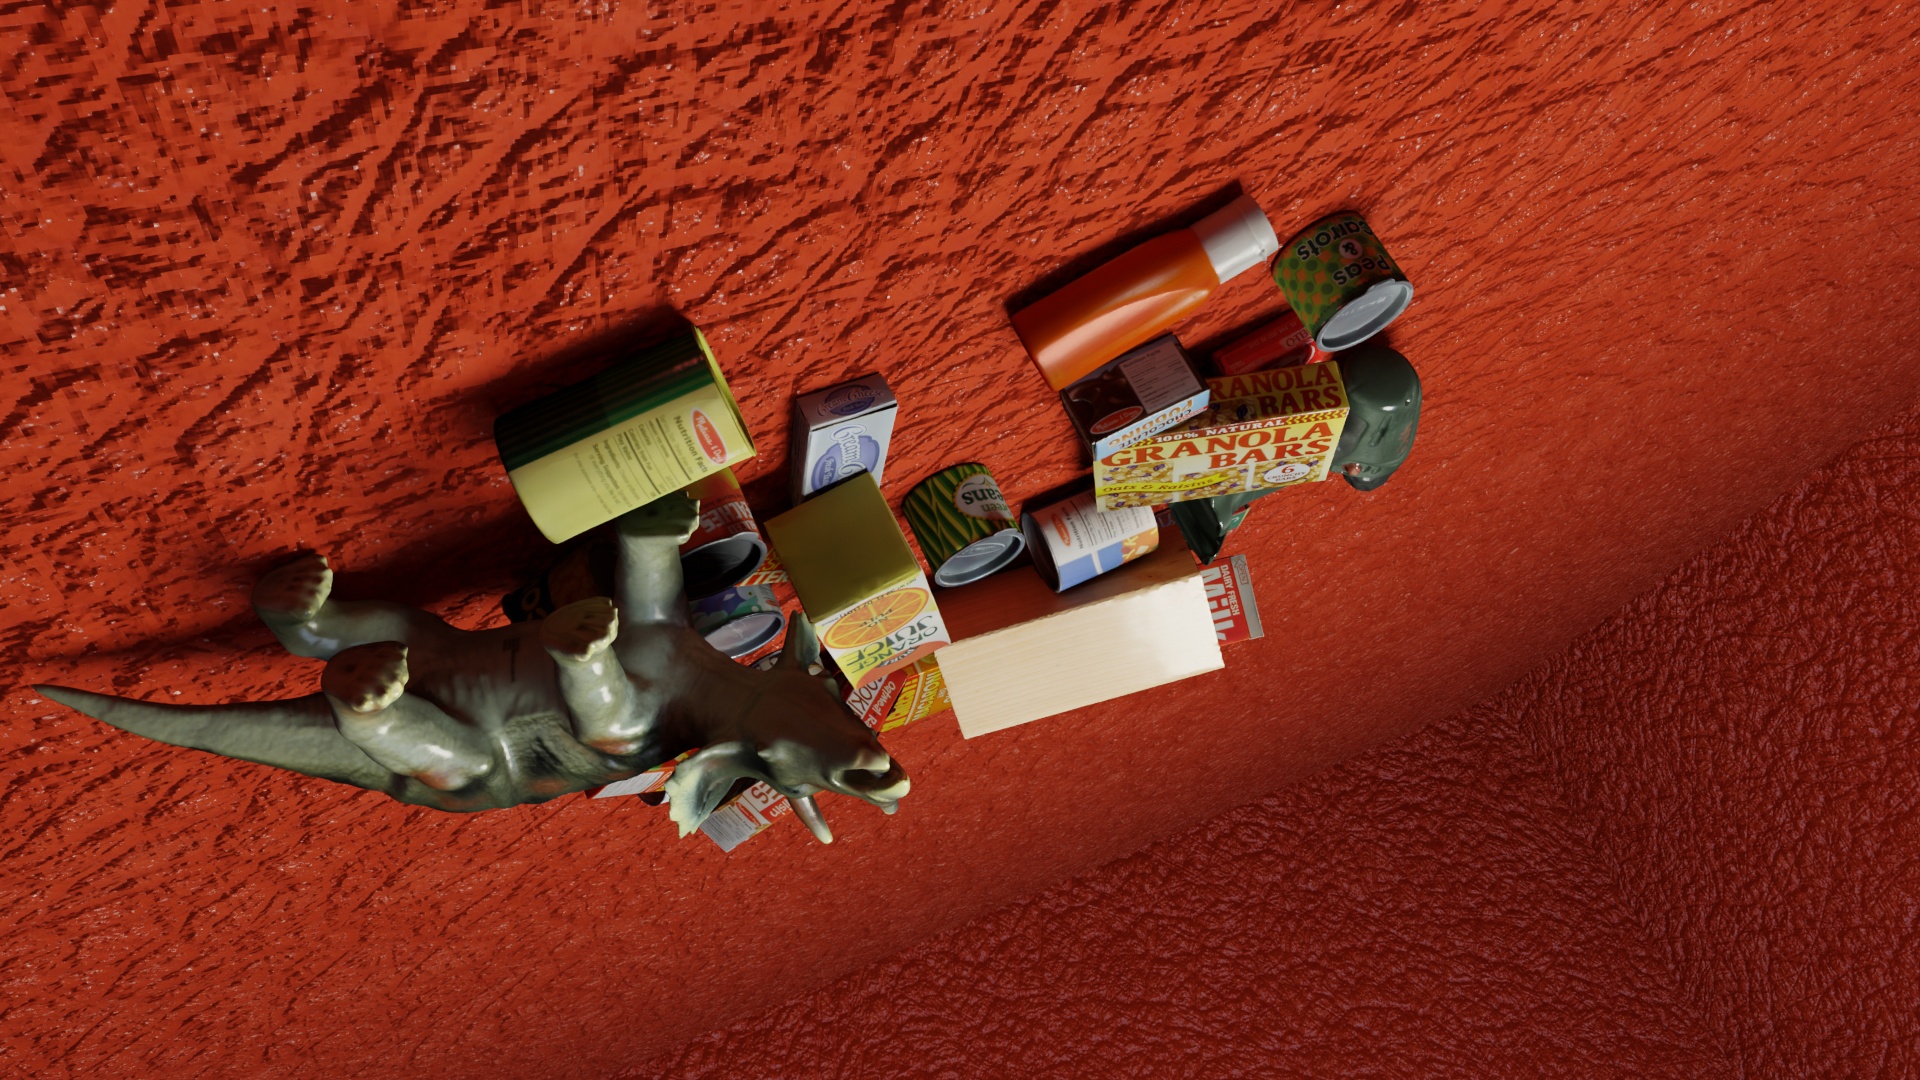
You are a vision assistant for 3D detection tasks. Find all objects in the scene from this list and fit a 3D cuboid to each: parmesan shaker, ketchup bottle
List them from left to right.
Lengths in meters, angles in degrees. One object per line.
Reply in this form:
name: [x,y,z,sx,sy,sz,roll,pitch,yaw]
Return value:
parmesan shaker: [-0.158,-0.051,0.651,0.103,0.071,0.071,-24,158,-3]
ketchup bottle: [0.103,-0.139,0.774,0.149,0.043,0.064,-29,159,7]

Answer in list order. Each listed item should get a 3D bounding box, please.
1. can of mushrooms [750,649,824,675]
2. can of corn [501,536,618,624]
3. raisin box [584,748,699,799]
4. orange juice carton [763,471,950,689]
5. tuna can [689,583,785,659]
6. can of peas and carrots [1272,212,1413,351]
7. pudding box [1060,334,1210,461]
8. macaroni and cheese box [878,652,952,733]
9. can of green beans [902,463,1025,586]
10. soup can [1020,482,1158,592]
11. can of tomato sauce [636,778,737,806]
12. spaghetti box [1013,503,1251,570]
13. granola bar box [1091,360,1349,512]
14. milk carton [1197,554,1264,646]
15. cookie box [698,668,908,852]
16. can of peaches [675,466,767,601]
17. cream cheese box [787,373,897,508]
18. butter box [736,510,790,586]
can of mushrooms: [-0.139,0.113,1.091,0.071,0.033,0.070,-23,159,-9]
can of corn: [-0.214,0.038,0.792,0.058,0.071,0.071,-33,157,16]
raisin box: [-0.215,0.131,0.972,0.040,0.086,0.123,-41,155,28]
orange juice carton: [-0.058,0.036,0.882,0.072,0.073,0.192,-26,159,-4]
tuna can: [-0.156,0.054,0.935,0.071,0.033,0.070,-23,158,-10]
can of peas and carrots: [0.235,-0.160,0.855,0.071,0.059,0.070,-23,158,-10]
pudding box: [0.110,-0.091,0.883,0.084,0.050,0.030,-25,156,-5]
macaroni and cheese box: [0.000,0.108,1.229,0.167,0.040,0.123,-19,157,-19]
can of green beans: [0.002,-0.010,0.934,0.071,0.058,0.071,-22,158,-9]
soup can: [0.096,-0.006,1.042,0.084,0.071,0.071,-22,158,-11]
can of tomato sauce: [-0.209,0.160,1.072,0.083,0.071,0.071,-12,155,-41]
spaghetti box: [0.127,0.015,1.175,0.251,0.029,0.050,-21,158,-14]
granola bar box: [0.172,-0.069,0.952,0.165,0.039,0.124,-8,159,4]
milk carton: [0.177,0.063,1.194,0.074,0.072,0.190,-11,176,-41]
cookie box: [-0.126,0.168,1.121,0.167,0.040,0.123,-36,-166,32]
can of peaches: [-0.147,-0.008,0.770,0.071,0.058,0.071,-22,157,-10]
cream cheese box: [-0.070,-0.053,0.801,0.053,0.024,0.103,-19,157,-19]
butter box: [-0.114,0.005,0.882,0.104,0.024,0.053,-4,148,-44]
